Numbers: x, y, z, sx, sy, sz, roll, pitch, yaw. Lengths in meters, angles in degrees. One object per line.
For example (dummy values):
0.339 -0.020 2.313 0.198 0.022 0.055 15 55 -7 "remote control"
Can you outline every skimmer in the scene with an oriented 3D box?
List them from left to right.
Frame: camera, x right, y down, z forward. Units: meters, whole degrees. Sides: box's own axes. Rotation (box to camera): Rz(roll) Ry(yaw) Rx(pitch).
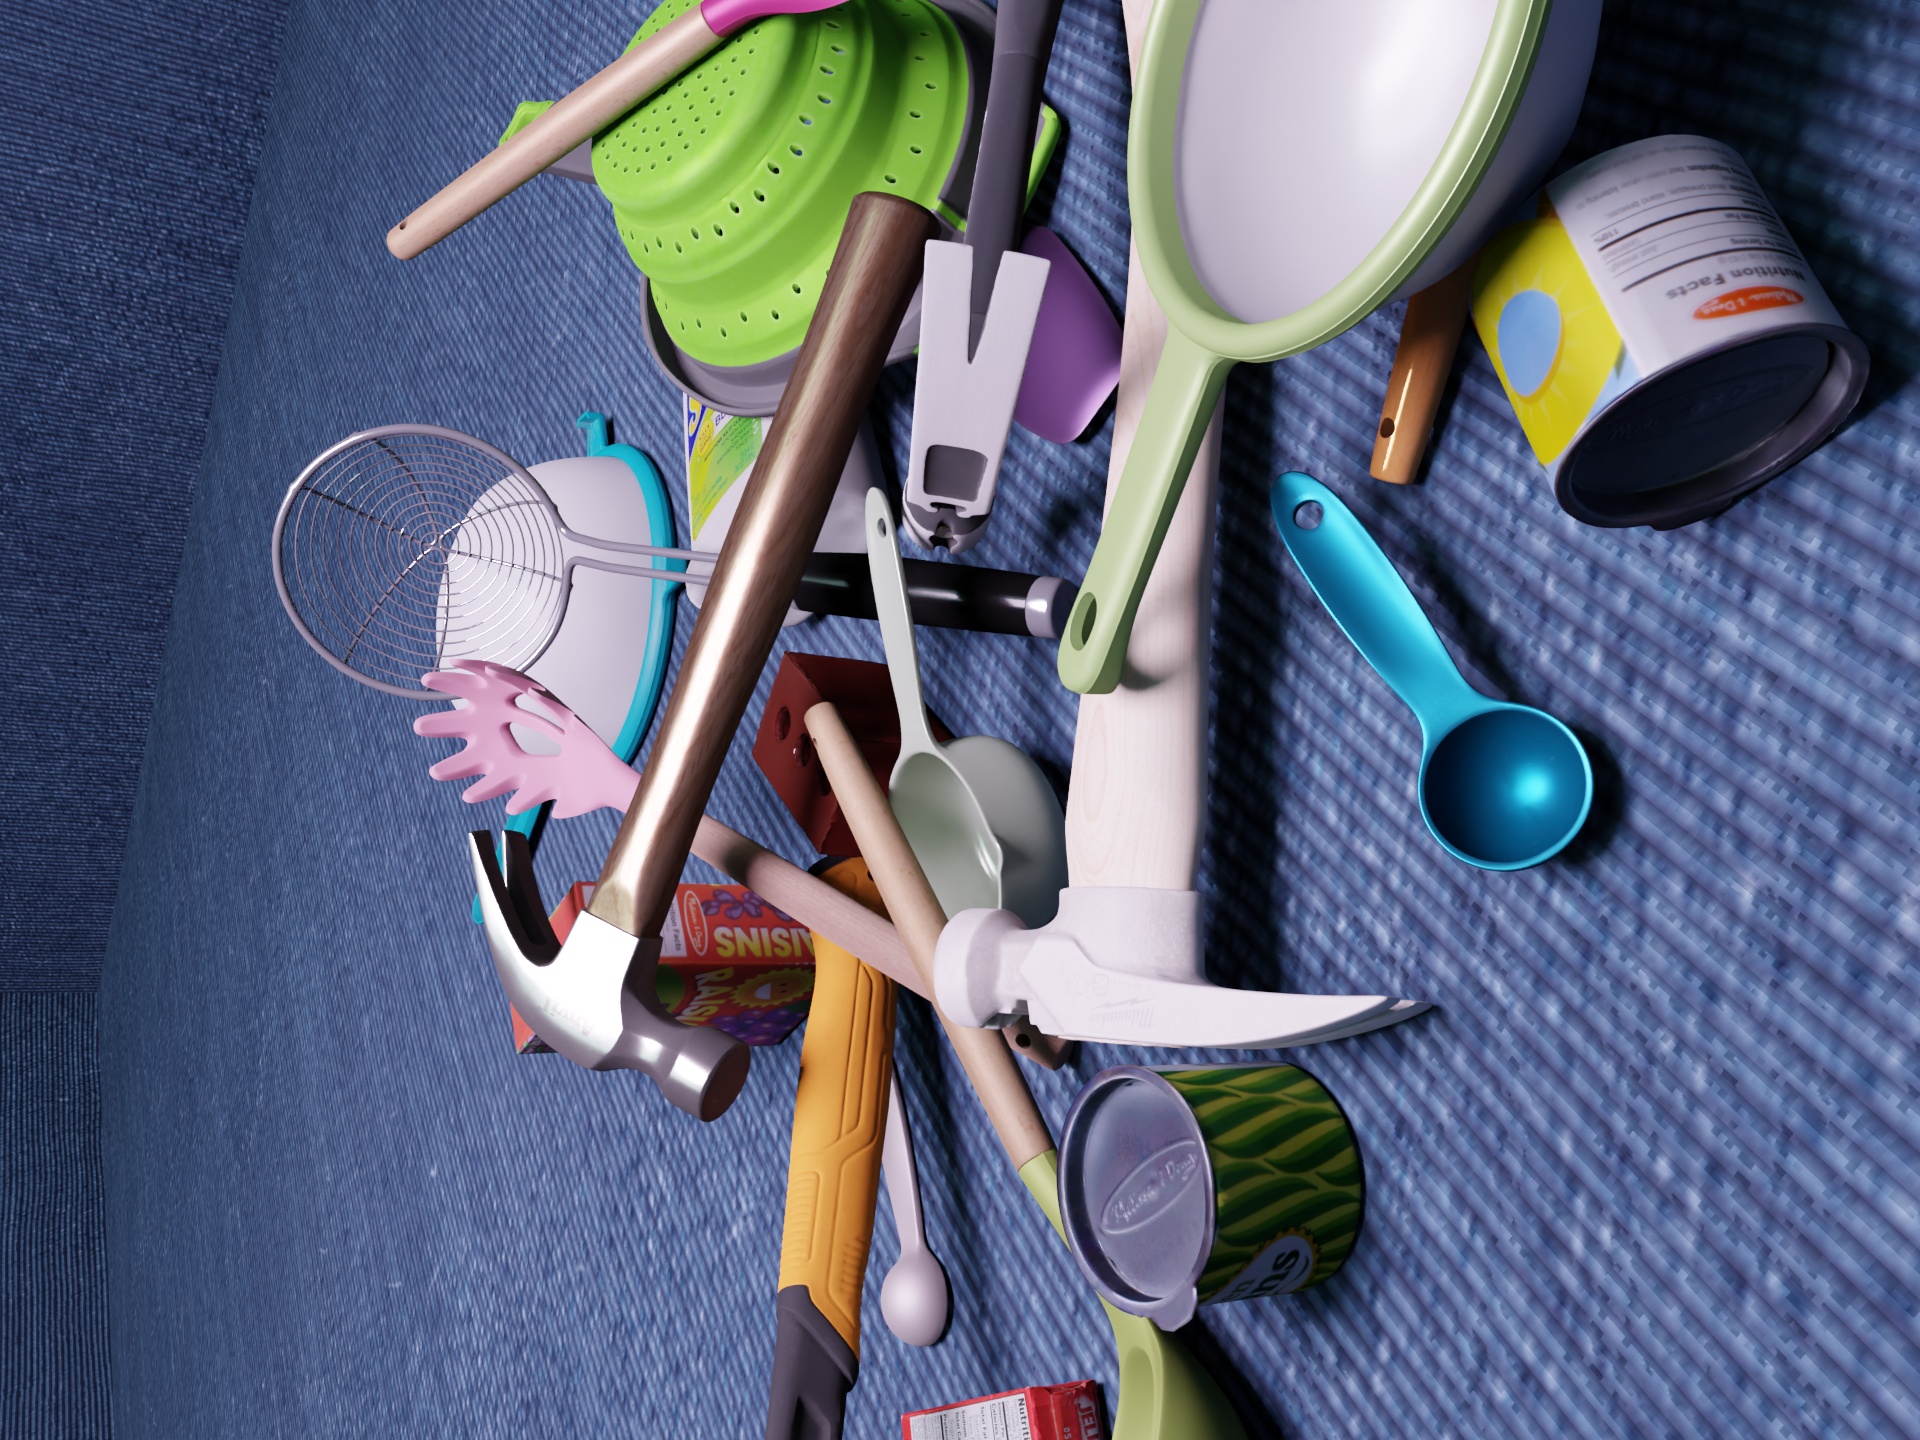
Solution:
-0.129 -0.052 0.639 0.363 0.090 0.127 9 116 33 "skimmer"

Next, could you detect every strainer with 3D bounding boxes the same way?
-0.276 -0.012 0.959 0.211 0.095 0.340 53 126 46 "strainer"
0.092 -0.114 0.411 0.152 0.069 0.256 -120 41 -50 "strainer"

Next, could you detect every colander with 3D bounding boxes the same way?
-0.135 -0.264 0.704 0.397 0.094 0.204 28 90 43 "colander"

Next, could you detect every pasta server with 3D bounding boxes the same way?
-0.093 0.053 0.612 0.316 0.040 0.060 27 112 28 "pasta server"

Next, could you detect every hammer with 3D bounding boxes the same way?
-0.084 -0.033 0.580 0.130 0.031 0.331 22 92 22 "hammer"
-0.039 0.189 0.547 0.034 0.127 0.337 127 154 -45 "hammer"
0.022 -0.235 0.542 0.146 0.035 0.335 105 174 -73 "hammer"
0.073 -0.108 0.490 0.146 0.038 0.411 -3 77 37 "hammer"

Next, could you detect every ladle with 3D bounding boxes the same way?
0.003 0.123 0.514 0.078 0.062 0.320 100 147 -55 "ladle"

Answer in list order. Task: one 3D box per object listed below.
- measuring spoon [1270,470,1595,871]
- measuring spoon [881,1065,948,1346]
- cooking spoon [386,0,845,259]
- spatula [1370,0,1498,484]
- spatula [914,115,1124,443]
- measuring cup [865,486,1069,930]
0.120 -0.016 0.418 0.042 0.021 0.129 -37 61 17 "measuring spoon"
-0.029 0.182 0.625 0.034 0.018 0.124 -44 49 44 "measuring spoon"
-0.112 -0.252 0.602 0.319 0.017 0.069 -21 57 30 "cooking spoon"
0.161 -0.219 0.408 0.081 0.041 0.322 35 117 54 "spatula"
-0.006 -0.223 0.660 0.059 0.018 0.316 -51 46 32 "spatula"
-0.001 -0.002 0.562 0.083 0.038 0.167 -9 93 61 "measuring cup"
